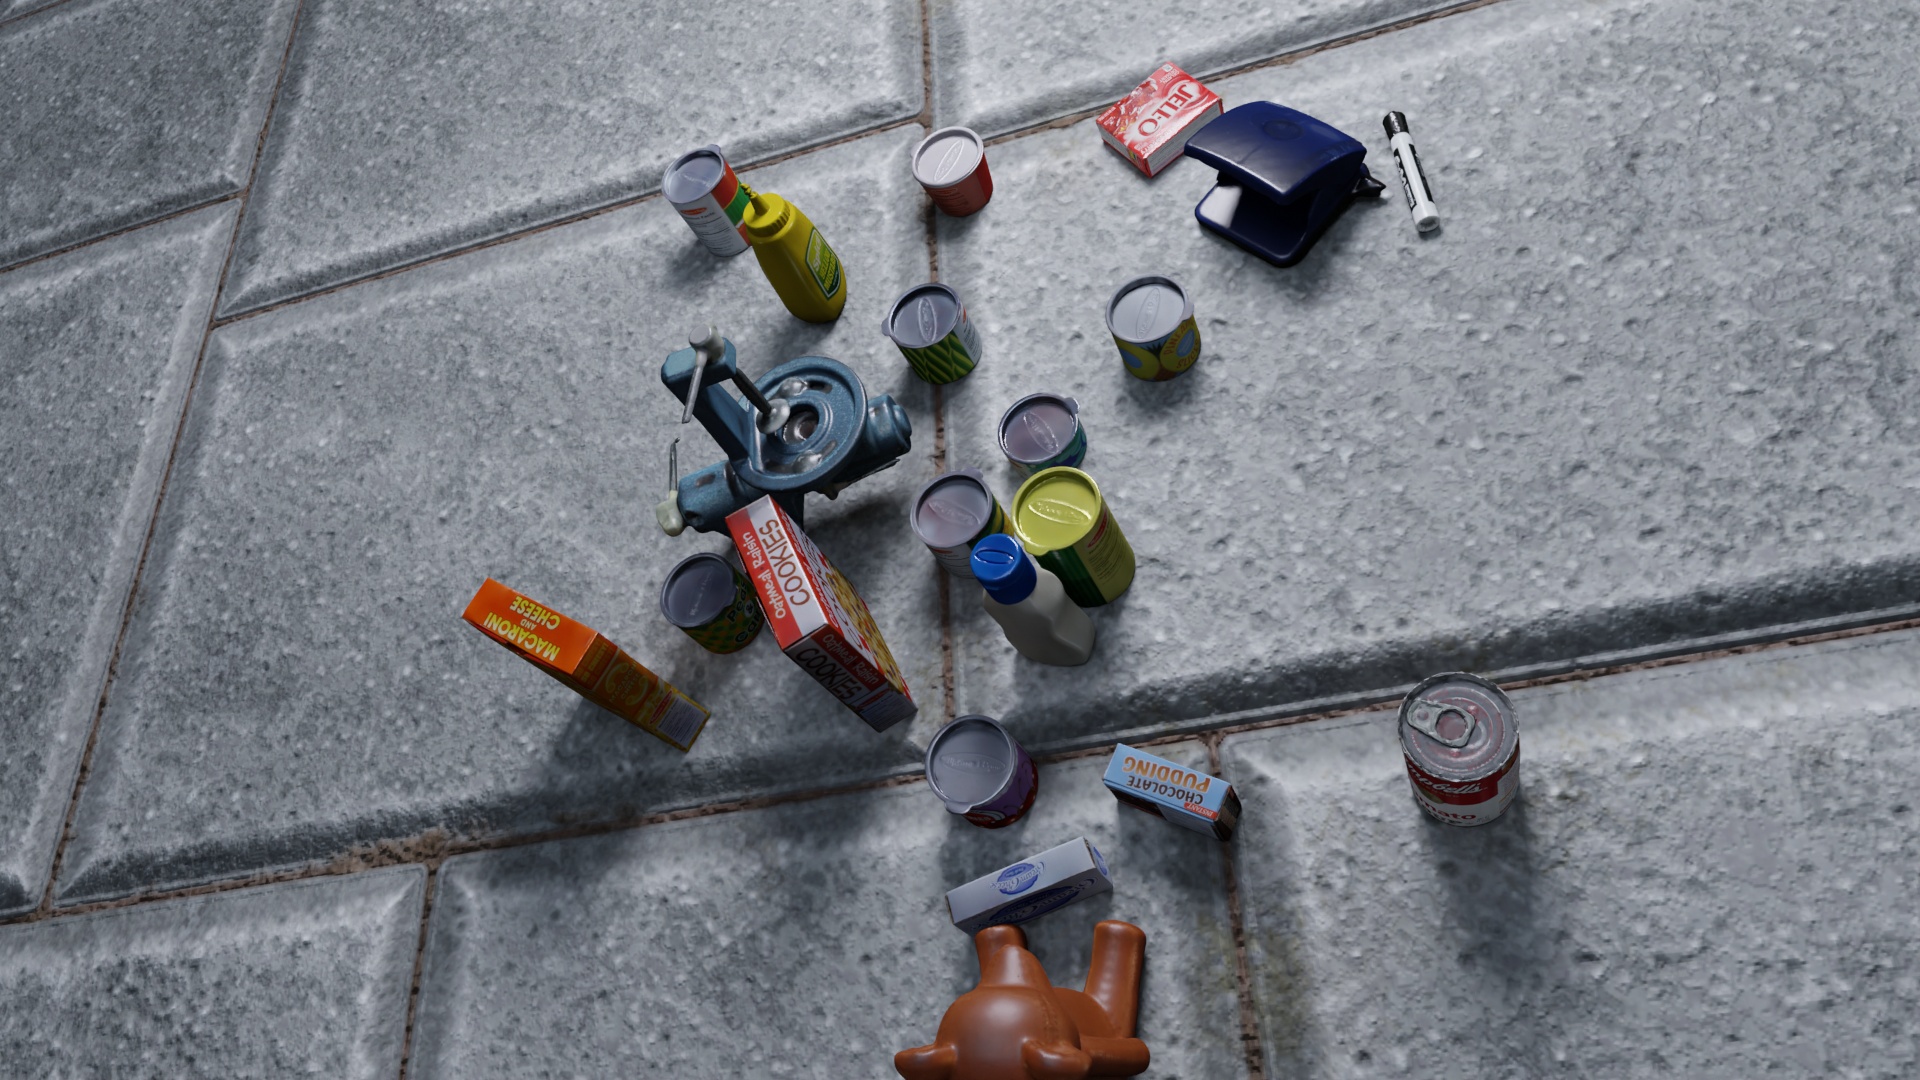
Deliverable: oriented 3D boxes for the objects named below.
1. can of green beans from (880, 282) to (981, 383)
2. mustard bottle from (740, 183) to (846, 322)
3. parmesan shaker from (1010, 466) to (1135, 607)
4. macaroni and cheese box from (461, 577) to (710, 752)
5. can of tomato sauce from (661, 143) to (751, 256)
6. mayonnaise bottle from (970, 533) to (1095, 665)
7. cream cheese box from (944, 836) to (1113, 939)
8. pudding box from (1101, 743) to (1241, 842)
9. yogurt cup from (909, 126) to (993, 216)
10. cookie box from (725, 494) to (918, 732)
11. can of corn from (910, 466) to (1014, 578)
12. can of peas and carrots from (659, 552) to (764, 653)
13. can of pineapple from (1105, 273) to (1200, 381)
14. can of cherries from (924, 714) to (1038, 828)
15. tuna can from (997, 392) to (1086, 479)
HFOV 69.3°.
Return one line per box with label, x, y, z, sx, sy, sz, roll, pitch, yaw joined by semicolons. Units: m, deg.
can of green beans;-0.021;-0.174;1.175;0.071;0.057;0.071;-9;60;17
mustard bottle;-0.150;-0.255;1.208;0.049;0.159;0.065;-2;63;21
parmesan shaker;0.082;0.002;1.011;0.071;0.102;0.071;-9;60;17
macaroni and cheese box;-0.284;0.098;1.065;0.124;0.166;0.040;21;73;30
can of tomato sauce;-0.235;-0.324;1.326;0.071;0.083;0.071;-9;60;17
mayonnaise bottle;0.048;0.043;0.975;0.065;0.147;0.041;8;67;25
cream cheese box;0.047;0.233;0.928;0.104;0.053;0.024;-24;57;8
pudding box;0.141;0.169;0.928;0.084;0.049;0.030;16;70;28
yogurt cup;-0.004;-0.331;1.256;0.072;0.053;0.073;-9;60;17
cookie box;-0.101;0.057;1.015;0.040;0.167;0.123;-32;56;3
can of corn;0.004;-0.014;1.077;0.071;0.058;0.071;-9;60;17
can of peas and carrots;-0.197;0.051;1.121;0.071;0.058;0.071;-9;60;17
can of pineapple;0.155;-0.168;1.101;0.071;0.057;0.071;-9;60;17
can of cherries;0.015;0.165;0.975;0.071;0.058;0.072;-9;60;17
tuna can;0.068;-0.083;1.105;0.071;0.032;0.071;-9;60;17
